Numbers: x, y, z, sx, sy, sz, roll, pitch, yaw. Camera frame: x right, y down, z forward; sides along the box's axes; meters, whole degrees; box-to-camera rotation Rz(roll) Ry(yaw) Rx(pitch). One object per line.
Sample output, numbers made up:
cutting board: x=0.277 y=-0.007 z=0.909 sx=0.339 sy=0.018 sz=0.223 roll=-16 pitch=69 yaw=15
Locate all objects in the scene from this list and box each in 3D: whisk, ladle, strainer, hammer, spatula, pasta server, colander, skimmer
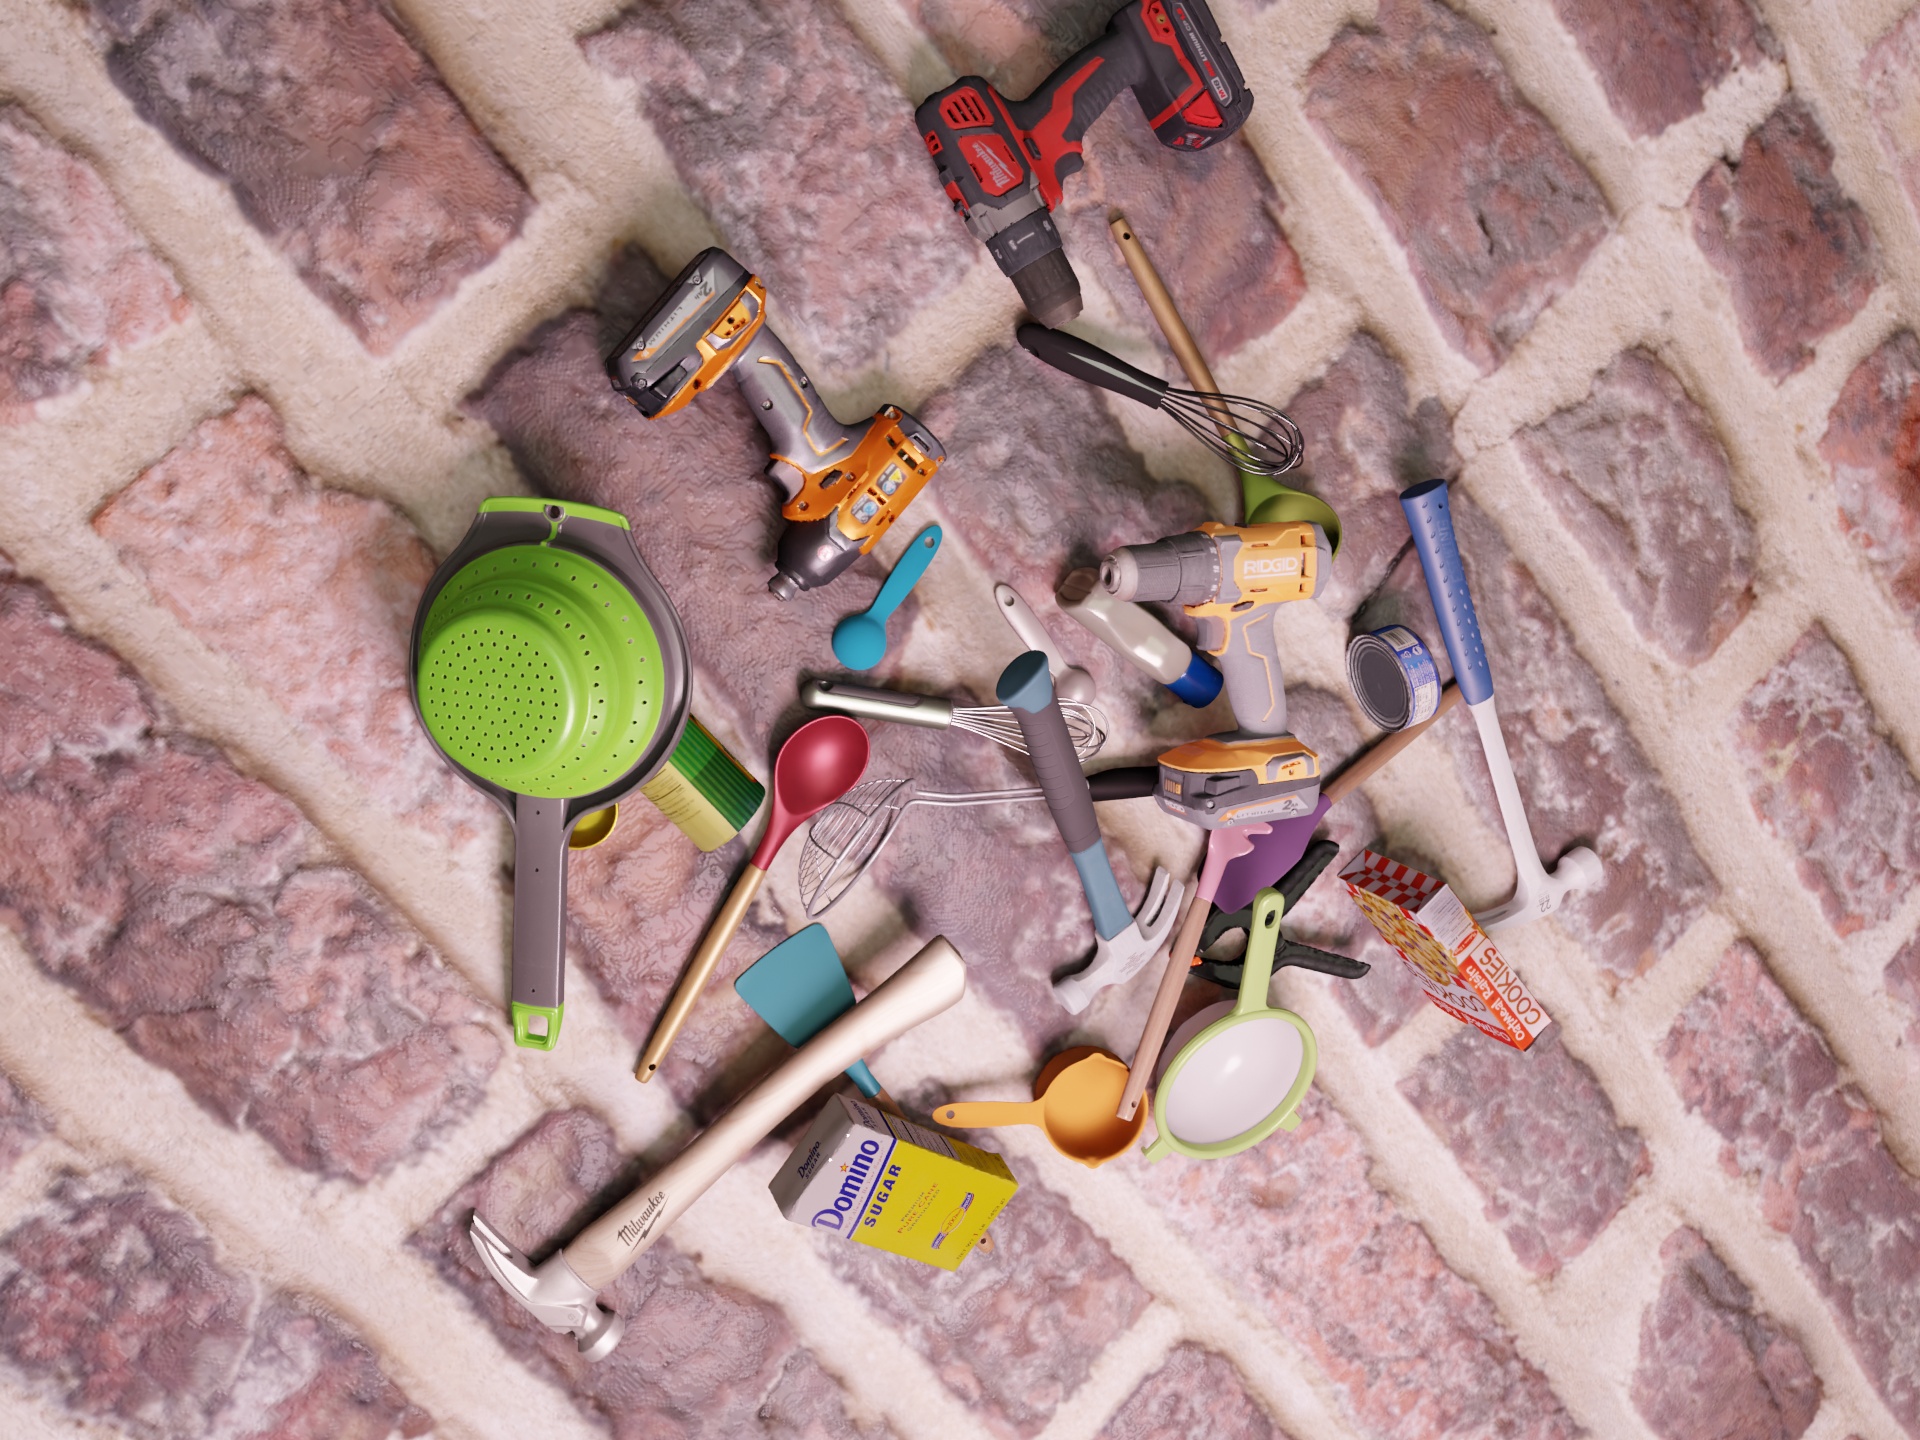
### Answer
whisk: x=-0.002 y=-0.004 z=1.218 sx=0.246 sy=0.058 sz=0.059 roll=9 pitch=124 yaw=-15
ladle: x=0.202 y=-0.249 z=1.245 sx=0.078 sy=0.062 sz=0.320 roll=-32 pitch=104 yaw=-3
whisk: x=0.152 y=-0.247 z=1.207 sx=0.239 sy=0.055 sz=0.055 roll=24 pitch=90 yaw=-1
strainer: x=0.217 y=0.235 z=1.287 sx=0.151 sy=0.069 sz=0.256 roll=-6 pitch=118 yaw=-22
ladle: x=-0.163 y=0.133 z=1.193 sx=0.069 sy=0.031 sz=0.315 roll=29 pitch=90 yaw=-28
hammer: x=-0.167 y=0.295 z=1.182 sx=0.410 sy=0.038 sz=0.146 roll=-40 pitch=107 yaw=-1
hammer: x=0.440 y=-0.006 z=1.349 sx=0.144 sy=0.035 sz=0.405 roll=-28 pitch=109 yaw=-18
hammer: x=0.089 y=0.083 z=1.201 sx=0.128 sy=0.033 sz=0.330 roll=-34 pitch=130 yaw=-15
spatula: x=0.326 y=0.049 z=1.343 sx=0.316 sy=0.018 sz=0.060 roll=-37 pitch=76 yaw=-12
spatula: x=-0.058 y=0.305 z=1.255 sx=0.082 sy=0.044 sz=0.317 roll=-36 pitch=112 yaw=-10
pasta server: x=0.190 y=0.170 z=1.277 sx=0.060 sy=0.040 sz=0.316 roll=29 pitch=75 yaw=-25
colander: x=-0.295 y=0.053 z=1.069 sx=0.204 sy=0.094 sz=0.397 roll=7 pitch=104 yaw=8
skimmer: x=0.047 y=0.083 z=1.221 sx=0.363 sy=0.127 sz=0.090 roll=-4 pitch=56 yaw=-22

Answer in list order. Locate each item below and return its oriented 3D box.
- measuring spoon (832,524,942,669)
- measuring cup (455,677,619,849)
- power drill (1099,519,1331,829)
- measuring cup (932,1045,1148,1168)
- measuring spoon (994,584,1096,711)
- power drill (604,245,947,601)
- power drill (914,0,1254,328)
measuring spoon: x=-0.050 y=-0.094 z=1.199 sx=0.042 sy=0.021 sz=0.128 roll=35 pitch=87 yaw=-20
measuring cup: x=-0.307 y=0.027 z=1.136 sx=0.062 sy=0.029 sz=0.156 roll=-43 pitch=96 yaw=0
power drill: x=0.191 y=-0.037 z=1.202 sx=0.185 sy=0.084 sz=0.226 roll=-6 pitch=102 yaw=-25
measuring cup: x=0.061 y=0.308 z=1.282 sx=0.173 sy=0.052 sz=0.095 roll=0 pitch=96 yaw=-7
measuring spoon: x=0.067 y=-0.057 z=1.246 sx=0.034 sy=0.018 sz=0.124 roll=-41 pitch=107 yaw=-9
power drill: x=-0.139 y=-0.202 z=1.127 sx=0.226 sy=0.084 sz=0.164 roll=41 pitch=85 yaw=-23
power drill: x=0.100 y=-0.416 z=1.172 sx=0.226 sy=0.080 sz=0.188 roll=-32 pitch=101 yaw=-8
